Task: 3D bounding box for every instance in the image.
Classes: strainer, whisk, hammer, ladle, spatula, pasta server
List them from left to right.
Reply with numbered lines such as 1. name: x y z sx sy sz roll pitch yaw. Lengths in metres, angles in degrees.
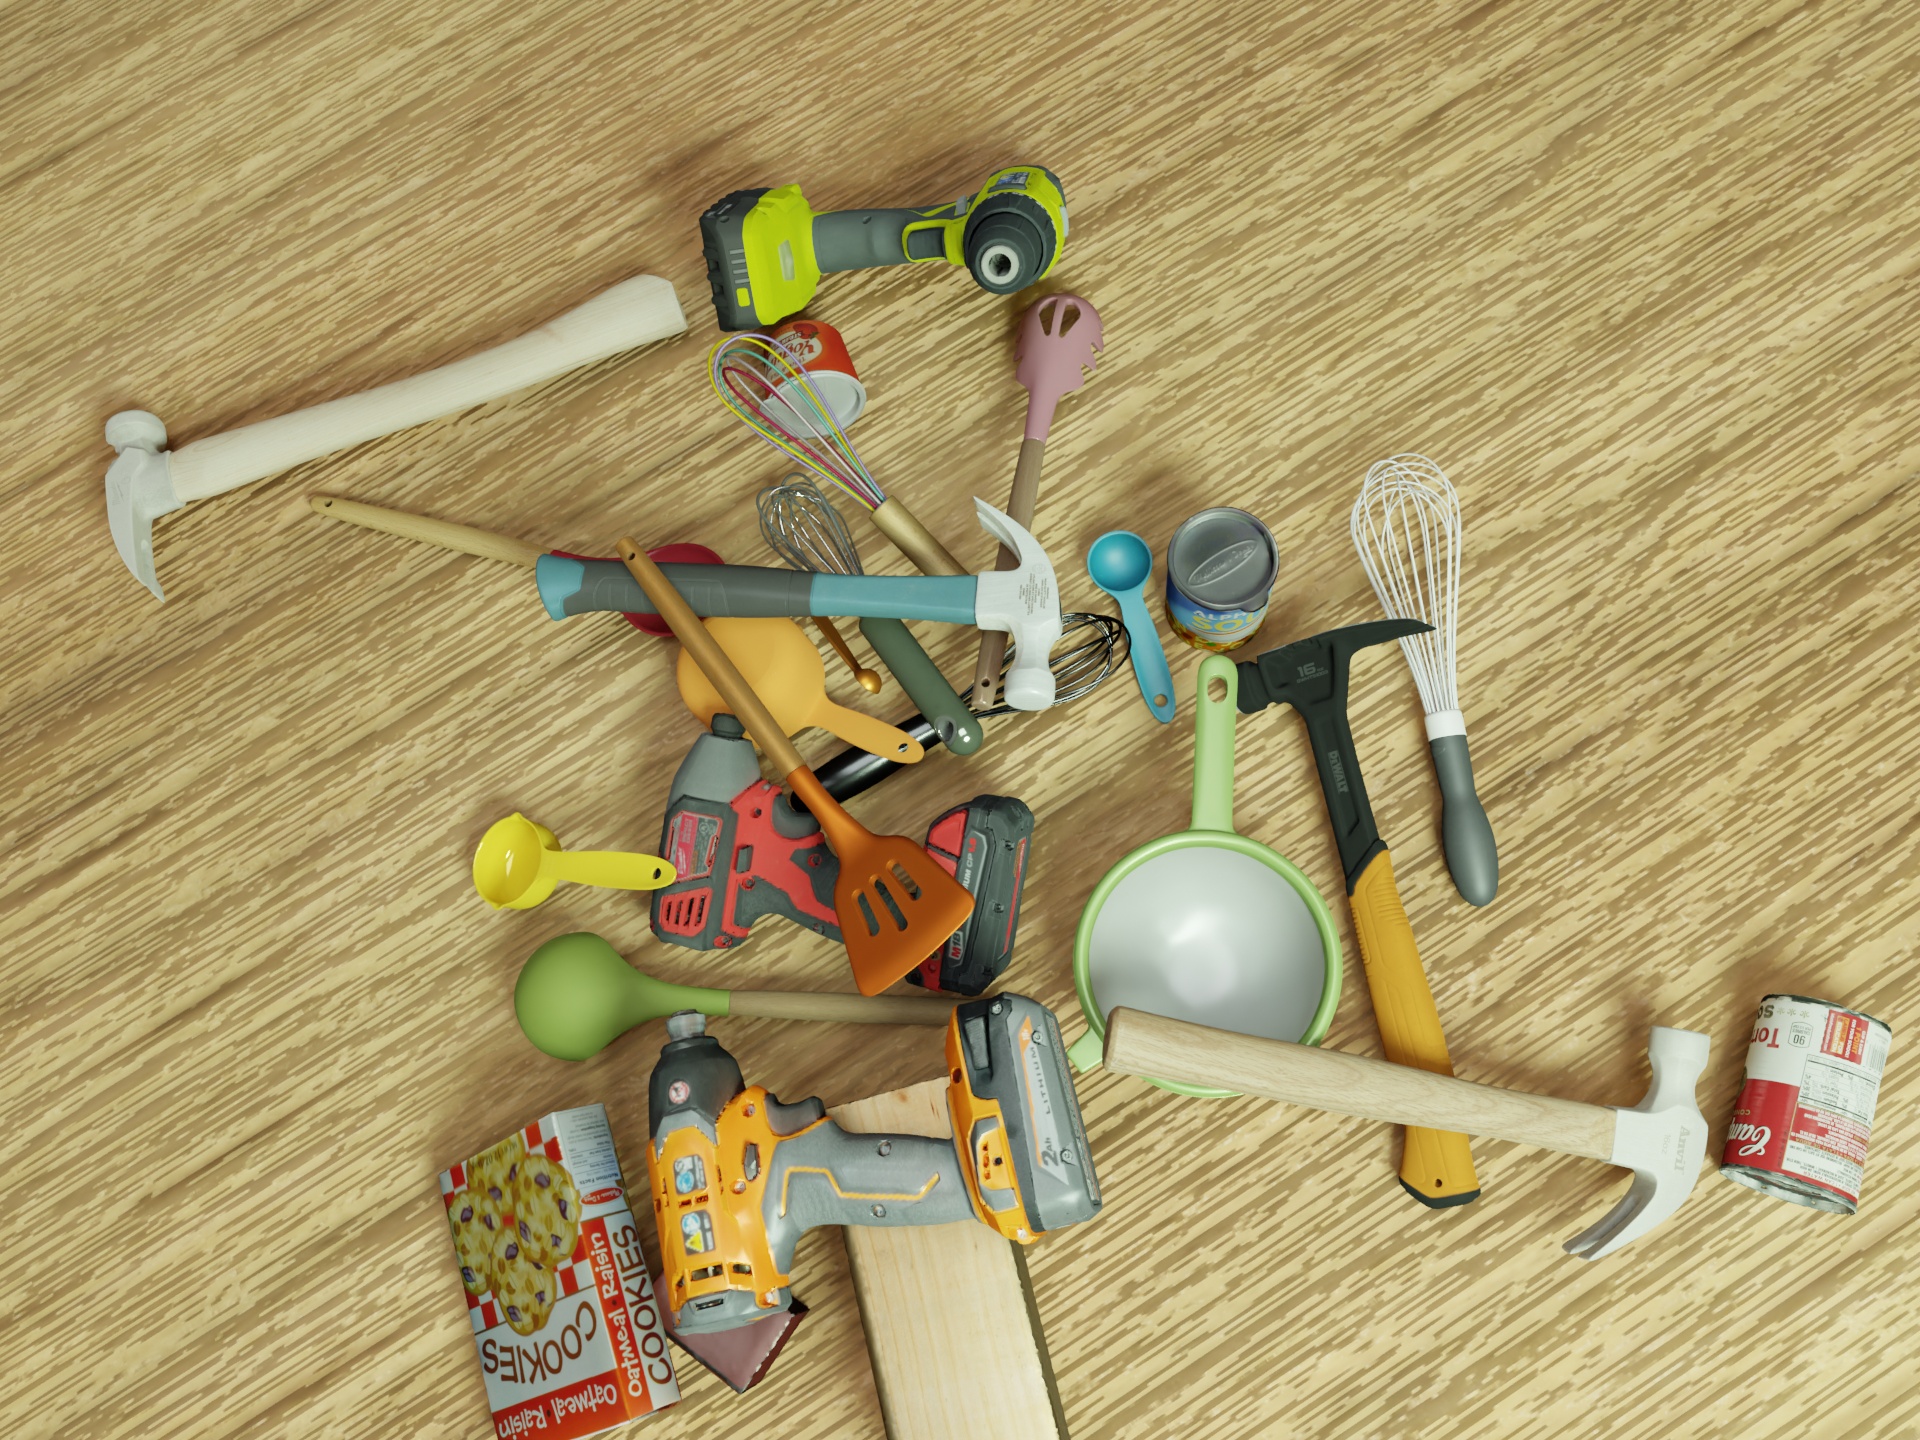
1. hammer: -0.384 -0.210 1.095 0.410 0.038 0.146 -20 63 -2
2. ladle: -0.299 -0.113 1.071 0.315 0.031 0.069 14 70 12
3. spatula: -0.110 0.010 0.909 0.081 0.041 0.323 -41 72 5
4. ladle: -0.111 0.172 0.964 0.320 0.062 0.078 2 80 0
5. hammer: -0.102 -0.076 0.970 0.331 0.033 0.128 3 68 10
6. whisk: -0.069 -0.149 1.014 0.245 0.047 0.051 45 125 -6
7. whisk: -0.057 -0.070 1.003 0.247 0.059 0.057 53 128 28
8. whisk: -0.001 -0.002 0.998 0.239 0.055 0.055 -29 73 2
9. pasta server: 0.043 -0.150 1.021 0.060 0.040 0.316 8 69 9
10. strainer: 0.145 0.092 0.937 0.151 0.069 0.256 3 75 5
11. hammer: 0.250 0.108 0.924 0.127 0.034 0.337 -19 74 31
12. hammer: 0.240 0.205 0.861 0.331 0.031 0.130 11 81 -3
13. whisk: 0.288 -0.027 0.971 0.070 0.070 0.285 -8 78 4

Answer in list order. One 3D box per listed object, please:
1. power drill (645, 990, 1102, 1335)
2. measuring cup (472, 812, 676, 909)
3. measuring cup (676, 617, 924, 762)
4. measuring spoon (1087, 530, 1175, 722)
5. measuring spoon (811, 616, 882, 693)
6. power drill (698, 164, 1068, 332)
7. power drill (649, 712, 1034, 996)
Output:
1. power drill: -0.055 0.211 0.826 0.226 0.084 0.164 -16 72 6
2. measuring cup: -0.232 0.092 0.977 0.156 0.029 0.062 2 75 27
3. measuring cup: -0.101 -0.017 0.987 0.174 0.052 0.095 23 75 27
4. measuring spoon: 0.114 -0.059 1.019 0.042 0.021 0.129 -16 82 2
5. measuring spoon: -0.079 -0.057 1.017 0.011 0.021 0.117 -48 52 14
6. power drill: -0.045 -0.307 1.030 0.228 0.191 0.080 -3 117 9
7. power drill: -0.074 0.080 0.950 0.220 0.078 0.143 10 93 11
